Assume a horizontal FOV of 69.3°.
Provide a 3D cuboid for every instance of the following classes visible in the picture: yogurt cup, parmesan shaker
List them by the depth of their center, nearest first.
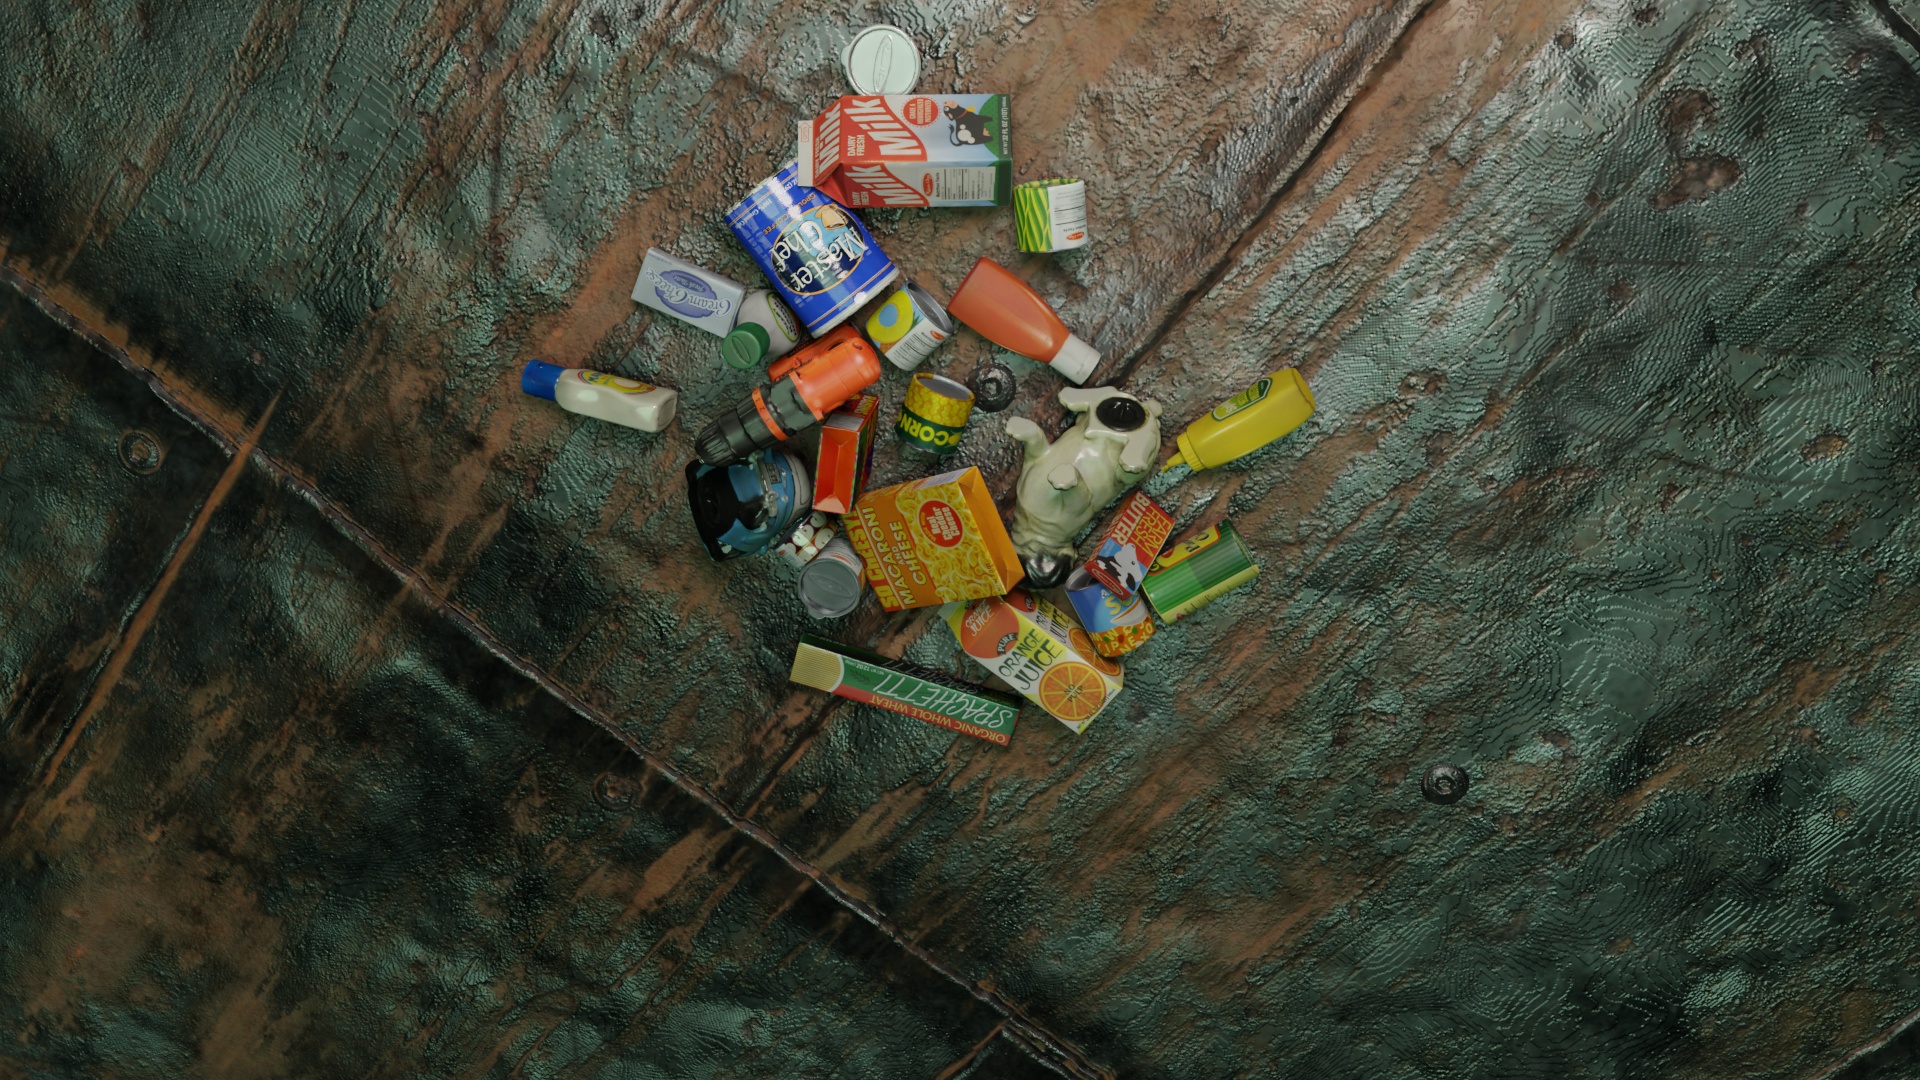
[{"bbox_3d":[-0.066,-0.429,1.248,0.072,0.054,0.072,2,112,6],"label":"yogurt cup"},{"bbox_3d":[0.237,0.030,1.383,0.103,0.071,0.071,-31,105,14],"label":"parmesan shaker"}]

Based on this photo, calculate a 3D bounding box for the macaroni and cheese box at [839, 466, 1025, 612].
[{"bbox_3d":[-0.032,0.002,1.378,0.166,0.040,0.123,-11,109,40],"label":"macaroni and cheese box"}]

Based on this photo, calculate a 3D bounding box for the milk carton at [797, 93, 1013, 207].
[{"bbox_3d":[-0.050,-0.347,1.241,0.191,0.073,0.072,-2,69,-1],"label":"milk carton"}]

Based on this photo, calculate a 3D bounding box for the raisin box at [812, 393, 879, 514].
[{"bbox_3d":[-0.111,-0.086,1.349,0.040,0.124,0.085,9,112,3],"label":"raisin box"}]

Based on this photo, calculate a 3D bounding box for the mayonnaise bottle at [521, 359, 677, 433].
[{"bbox_3d":[-0.363,-0.147,1.392,0.148,0.065,0.041,15,113,5],"label":"mayonnaise bottle"}]

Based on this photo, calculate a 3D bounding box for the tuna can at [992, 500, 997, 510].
[{"bbox_3d":[0.005,-0.018,1.410,0.071,0.033,0.070,2,111,6],"label":"tuna can"}]

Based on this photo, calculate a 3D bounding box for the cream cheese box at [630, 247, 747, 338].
[{"bbox_3d":[-0.265,-0.243,1.361,0.104,0.024,0.053,23,113,-2],"label":"cream cheese box"}]

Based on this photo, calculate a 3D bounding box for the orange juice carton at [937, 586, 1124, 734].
[{"bbox_3d":[0.072,0.106,1.428,0.192,0.073,0.071,37,112,-7],"label":"orange juice carton"}]

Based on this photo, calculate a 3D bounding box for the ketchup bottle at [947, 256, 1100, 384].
[{"bbox_3d":[0.064,-0.204,1.324,0.149,0.044,0.064,34,112,-7],"label":"ketchup bottle"}]

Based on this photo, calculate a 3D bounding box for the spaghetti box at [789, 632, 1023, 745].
[{"bbox_3d":[-0.057,0.159,1.489,0.250,0.029,0.050,17,113,1],"label":"spaghetti box"}]

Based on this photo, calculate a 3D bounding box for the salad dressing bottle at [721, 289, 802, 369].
[{"bbox_3d":[-0.187,-0.196,1.302,0.044,0.148,0.064,-24,107,15],"label":"salad dressing bottle"}]

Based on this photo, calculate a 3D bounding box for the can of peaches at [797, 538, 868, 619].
[{"bbox_3d":[-0.131,0.039,1.436,0.071,0.058,0.071,2,112,6],"label":"can of peaches"}]

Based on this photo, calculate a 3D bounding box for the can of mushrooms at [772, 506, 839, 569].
[{"bbox_3d":[-0.155,-0.006,1.418,0.033,0.071,0.071,44,110,-10],"label":"can of mushrooms"}]

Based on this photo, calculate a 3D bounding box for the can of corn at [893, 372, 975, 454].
[{"bbox_3d":[-0.026,-0.123,1.352,0.071,0.071,0.058,21,112,-1],"label":"can of corn"}]

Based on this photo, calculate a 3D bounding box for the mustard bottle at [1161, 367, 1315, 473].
[{"bbox_3d":[0.259,-0.106,1.329,0.160,0.065,0.048,-30,109,21],"label":"mustard bottle"}]

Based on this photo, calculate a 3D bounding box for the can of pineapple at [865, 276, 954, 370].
[{"bbox_3d":[-0.049,-0.206,1.327,0.057,0.071,0.071,-40,102,19],"label":"can of pineapple"}]

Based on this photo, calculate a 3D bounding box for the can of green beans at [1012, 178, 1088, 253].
[{"bbox_3d":[0.082,-0.298,1.273,0.071,0.071,0.057,-3,110,9],"label":"can of green beans"}]

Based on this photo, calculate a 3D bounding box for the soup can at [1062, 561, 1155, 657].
[{"bbox_3d":[0.153,0.065,1.404,0.071,0.071,0.083,-25,107,16],"label":"soup can"}]

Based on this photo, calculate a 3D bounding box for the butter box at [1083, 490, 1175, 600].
[{"bbox_3d":[0.167,0.004,1.366,0.053,0.104,0.024,40,148,-9],"label":"butter box"}]
